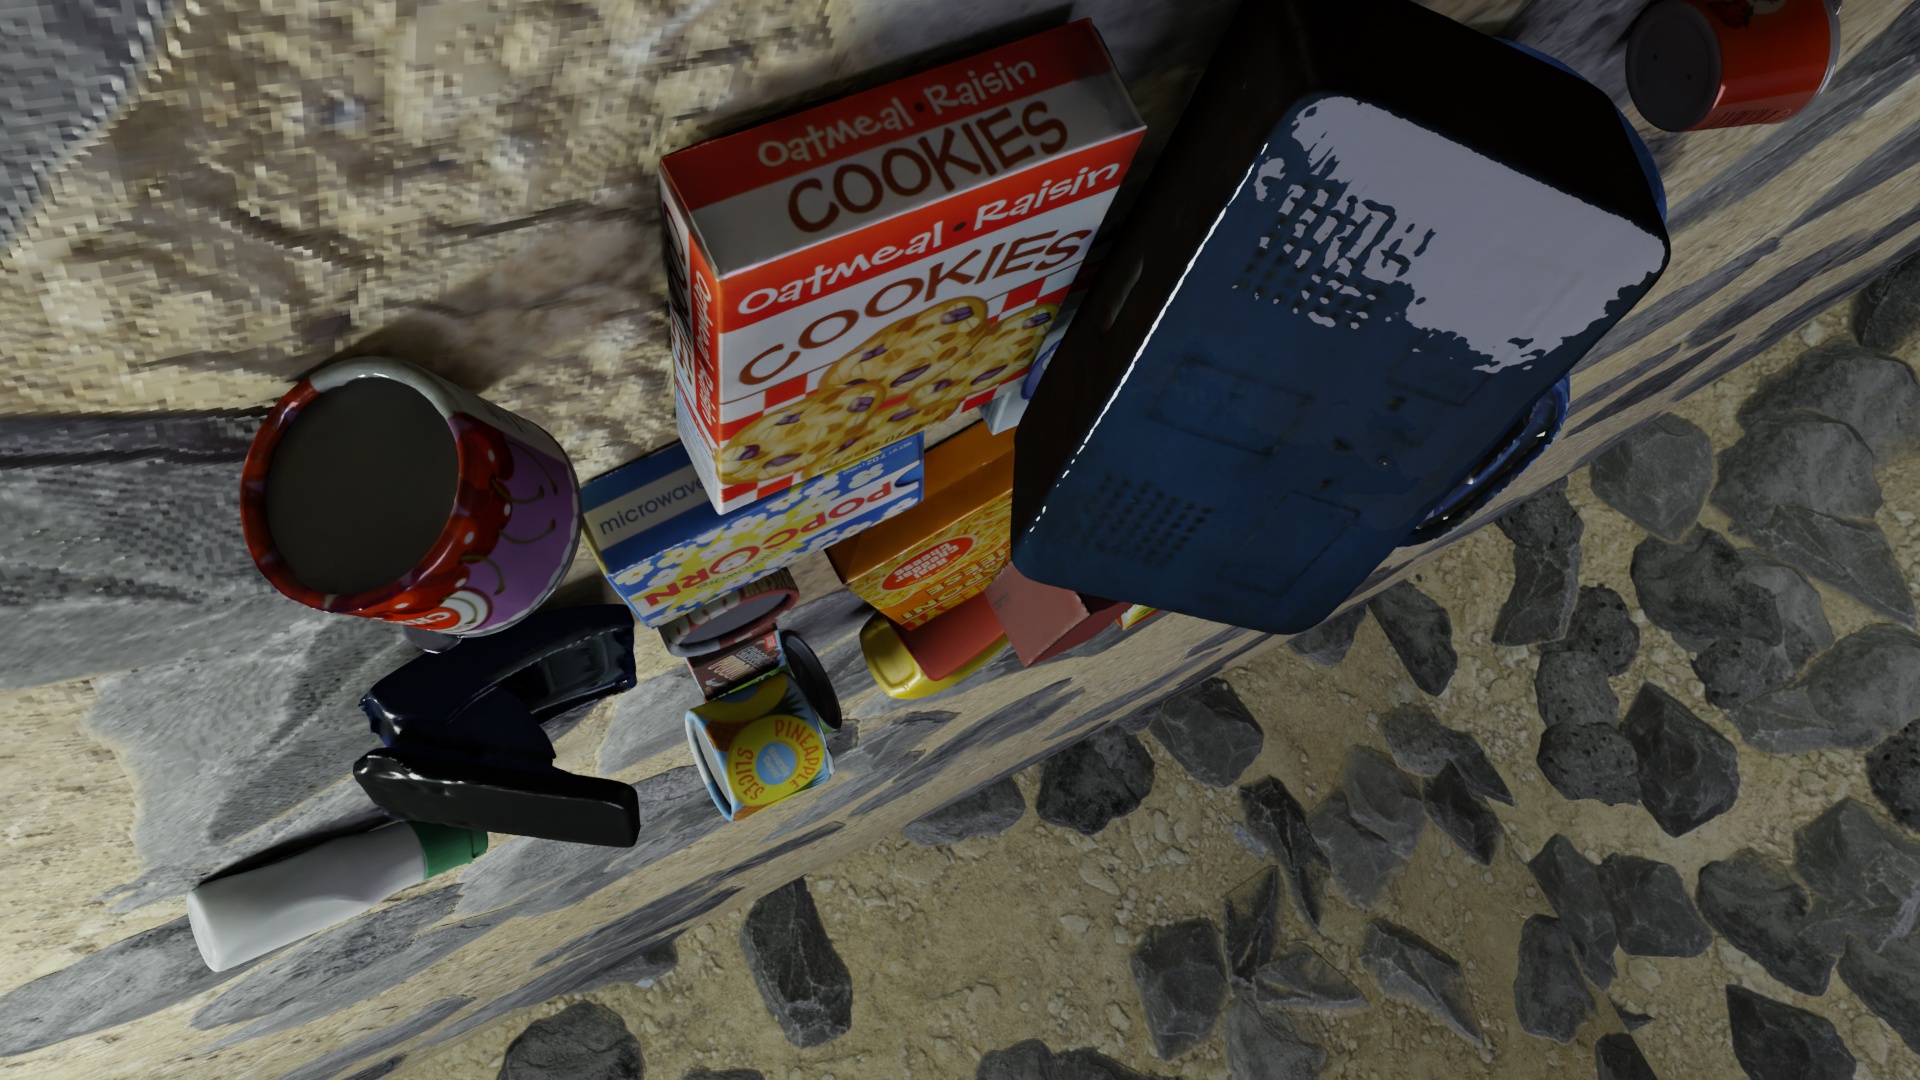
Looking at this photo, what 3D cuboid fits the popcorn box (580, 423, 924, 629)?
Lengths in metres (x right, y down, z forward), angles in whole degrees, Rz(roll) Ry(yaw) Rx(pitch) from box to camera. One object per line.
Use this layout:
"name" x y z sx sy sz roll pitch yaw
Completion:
"popcorn box" -0.078 -0.016 0.538 0.127 0.038 0.085 -26 165 -9

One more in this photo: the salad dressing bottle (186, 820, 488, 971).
"salad dressing bottle" -0.334 0.182 0.756 0.148 0.044 0.064 -18 161 -41

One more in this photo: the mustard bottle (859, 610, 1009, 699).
"mustard bottle" -0.001 0.058 0.922 0.048 0.065 0.161 -31 173 34

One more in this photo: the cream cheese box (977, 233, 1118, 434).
"cream cheese box" 0.037 -0.080 0.560 0.053 0.024 0.103 -23 166 -14

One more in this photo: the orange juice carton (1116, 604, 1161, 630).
"orange juice carton" 0.133 0.006 0.968 0.072 0.073 0.192 -27 167 -7

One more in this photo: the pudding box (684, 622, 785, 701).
"pudding box" -0.121 0.055 0.732 0.050 0.030 0.083 -26 167 -12

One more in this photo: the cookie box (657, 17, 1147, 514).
"cookie box" -0.026 -0.075 0.423 0.123 0.040 0.167 -24 167 -17

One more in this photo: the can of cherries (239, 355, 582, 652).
"can of cherries" -0.144 -0.007 0.369 0.071 0.071 0.058 -29 166 4

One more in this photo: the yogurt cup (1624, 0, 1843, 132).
"yogurt cup" 0.320 -0.204 0.584 0.054 0.072 0.072 -17 164 -12

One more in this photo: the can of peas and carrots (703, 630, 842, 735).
"can of peas and carrots" -0.113 0.095 0.827 0.058 0.071 0.071 -29 166 7

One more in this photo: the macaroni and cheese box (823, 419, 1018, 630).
"macaroni and cheese box" 0.003 -0.009 0.722 0.124 0.040 0.166 -29 166 2

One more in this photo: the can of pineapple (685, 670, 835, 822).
"can of pineapple" -0.109 0.112 0.752 0.058 0.071 0.070 -22 165 -23

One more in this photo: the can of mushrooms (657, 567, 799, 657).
"can of mushrooms" -0.108 0.024 0.638 0.071 0.033 0.071 -26 166 -7

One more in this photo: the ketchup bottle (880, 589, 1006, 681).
"ketchup bottle" 0.026 0.018 0.830 0.149 0.064 0.043 -35 180 -5
